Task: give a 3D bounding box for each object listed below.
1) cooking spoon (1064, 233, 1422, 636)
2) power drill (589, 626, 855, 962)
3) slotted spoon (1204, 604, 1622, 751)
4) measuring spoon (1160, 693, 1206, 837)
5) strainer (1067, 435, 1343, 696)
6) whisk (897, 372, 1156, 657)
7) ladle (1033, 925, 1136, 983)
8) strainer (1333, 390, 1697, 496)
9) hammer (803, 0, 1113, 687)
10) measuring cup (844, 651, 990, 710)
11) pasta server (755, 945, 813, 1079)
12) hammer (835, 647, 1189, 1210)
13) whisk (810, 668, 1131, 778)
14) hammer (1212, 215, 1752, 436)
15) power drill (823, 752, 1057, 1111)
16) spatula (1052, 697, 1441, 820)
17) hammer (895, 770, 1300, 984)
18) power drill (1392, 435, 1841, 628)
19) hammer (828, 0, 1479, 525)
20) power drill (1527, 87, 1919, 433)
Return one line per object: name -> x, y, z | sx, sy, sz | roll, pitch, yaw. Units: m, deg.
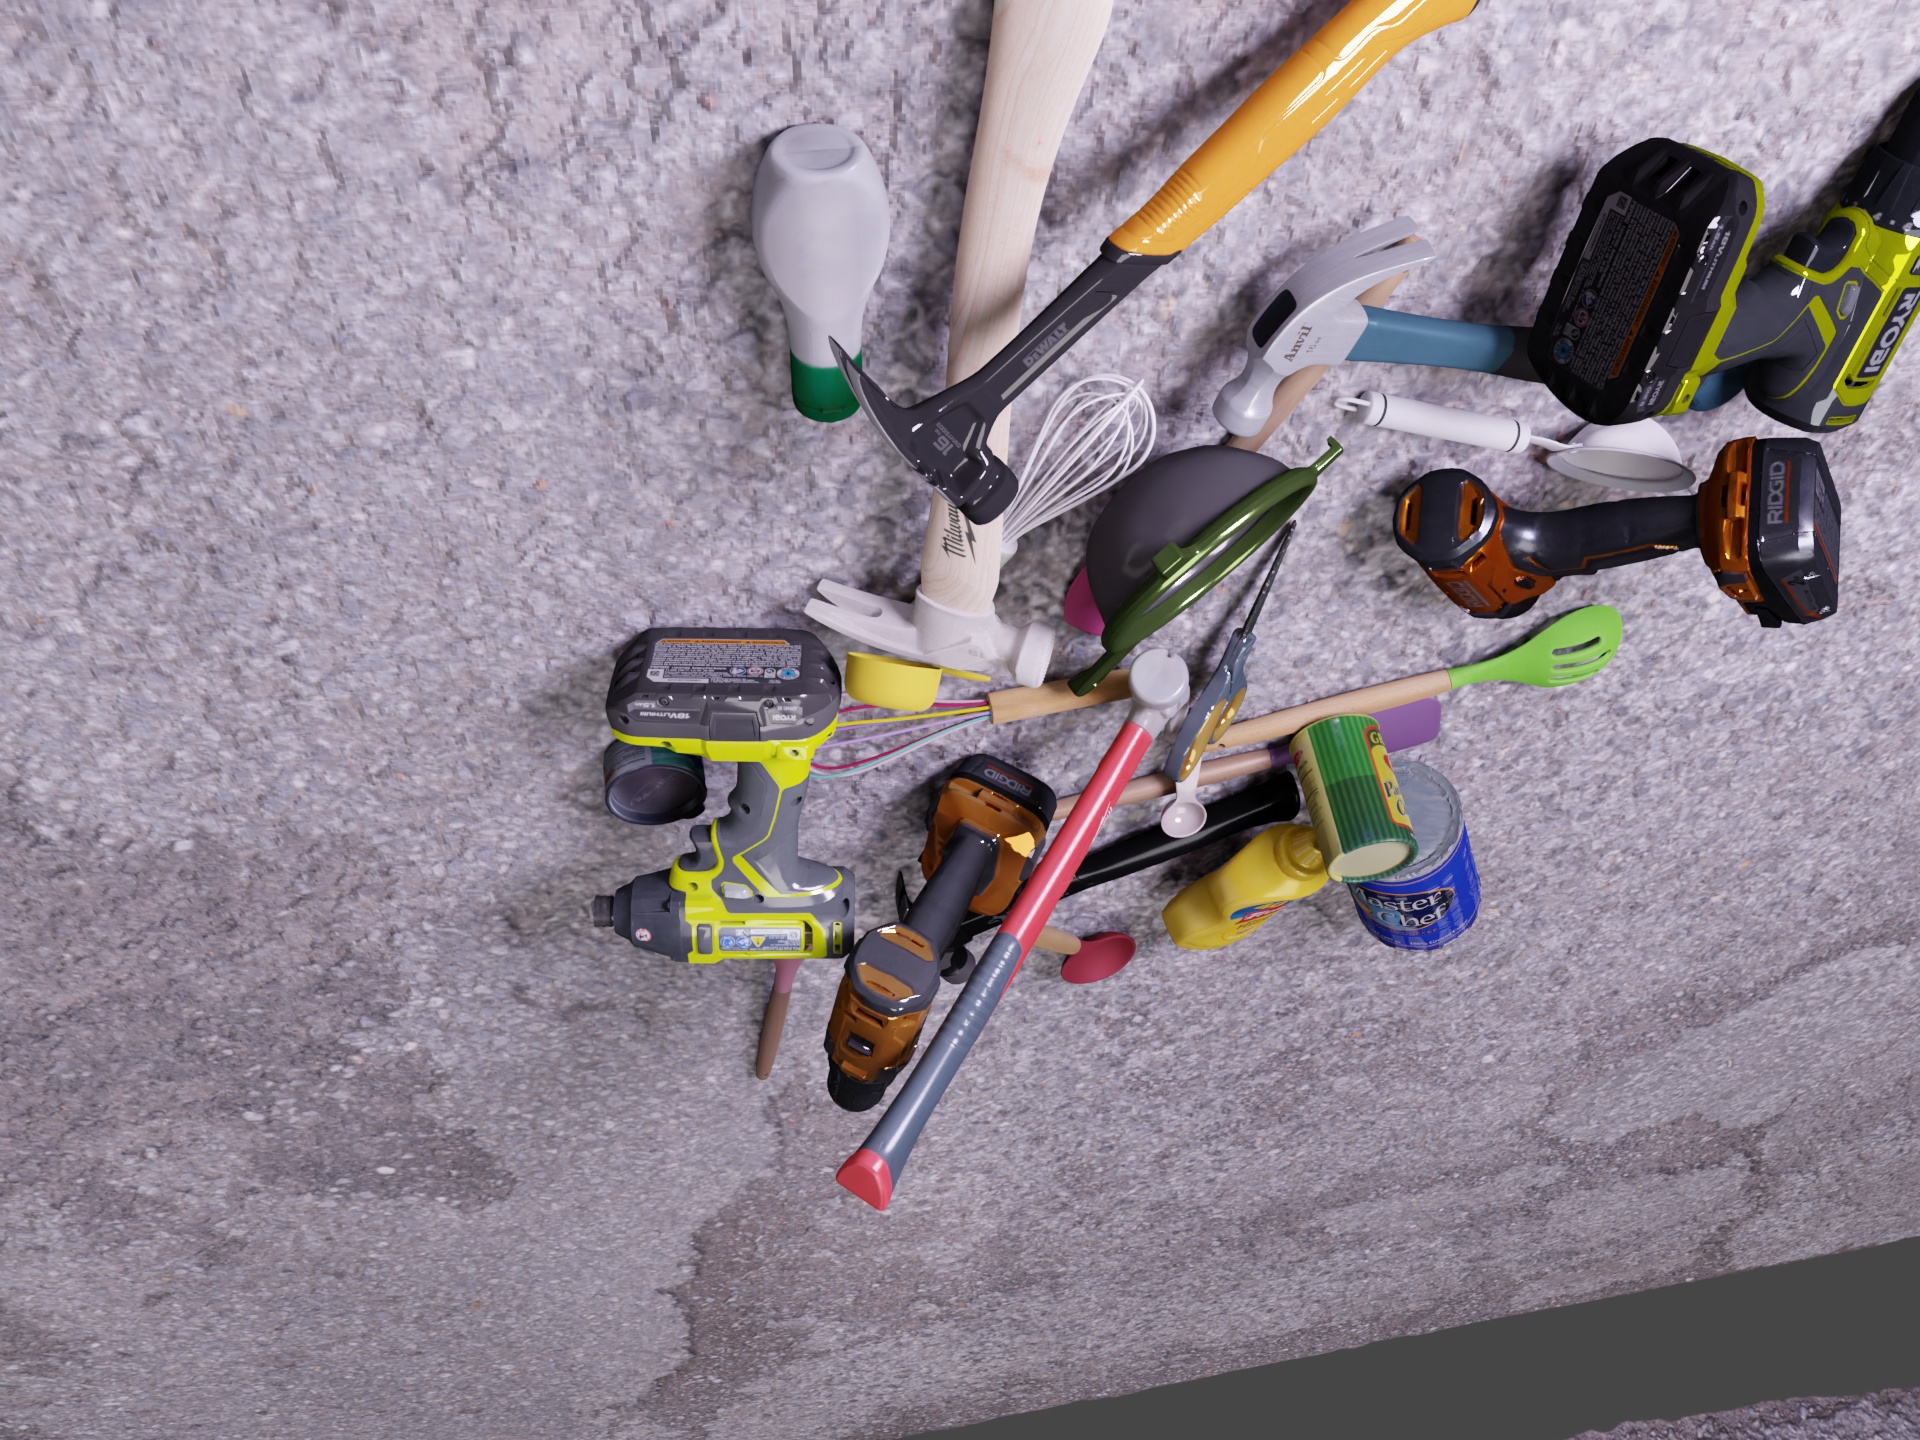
cooking spoon -> 0.159, -0.154, 0.925 | 0.068, 0.017, 0.318 | 18, 134, -25
power drill -> -0.151, 0.057, 0.992 | 0.171, 0.080, 0.223 | 1, 124, -4
slotted spoon -> 0.325, -0.021, 1.143 | 0.314, 0.031, 0.070 | -14, 135, 4
measuring spoon -> 0.163, 0.031, 1.152 | 0.034, 0.018, 0.124 | -5, 123, -7
strainer -> 0.104, -0.089, 0.935 | 0.151, 0.069, 0.256 | -34, 172, -29
whisk -> 0.028, -0.112, 0.921 | 0.058, 0.059, 0.246 | 42, 129, -5
ladle -> 0.081, 0.176, 1.244 | 0.069, 0.031, 0.315 | -33, 160, 8
strainer -> 0.337, -0.169, 0.943 | 0.258, 0.050, 0.087 | 7, 180, -17
hammer -> 0.002, -0.185, 0.800 | 0.146, 0.038, 0.410 | 16, 136, 7
measuring cup -> -0.020, -0.020, 0.983 | 0.062, 0.029, 0.156 | 12, -177, 26
pasta server -> -0.150, 0.223, 1.314 | 0.060, 0.040, 0.316 | -2, 146, -15
hammer -> 0.040, 0.137, 1.027 | 0.386, 0.038, 0.143 | -58, 165, -11
whisk -> -0.001, -0.003, 1.051 | 0.245, 0.051, 0.047 | -10, 137, -9
hammer -> 0.306, -0.202, 0.877 | 0.331, 0.033, 0.128 | 0, 142, -24
power drill -> -0.023, 0.154, 1.097 | 0.084, 0.226, 0.185 | 27, 140, 8
spatula -> 0.204, 0.032, 1.181 | 0.316, 0.018, 0.059 | -14, 133, 0
hammer -> 0.106, 0.114, 1.241 | 0.335, 0.035, 0.146 | -23, 143, 12
power drill -> 0.395, -0.102, 0.954 | 0.226, 0.084, 0.164 | 0, 165, 35
hammer -> 0.095, -0.234, 0.714 | 0.337, 0.034, 0.127 | -41, 140, 9
power drill -> 0.422, -0.239, 0.819 | 0.228, 0.080, 0.190 | -10, 132, -26
